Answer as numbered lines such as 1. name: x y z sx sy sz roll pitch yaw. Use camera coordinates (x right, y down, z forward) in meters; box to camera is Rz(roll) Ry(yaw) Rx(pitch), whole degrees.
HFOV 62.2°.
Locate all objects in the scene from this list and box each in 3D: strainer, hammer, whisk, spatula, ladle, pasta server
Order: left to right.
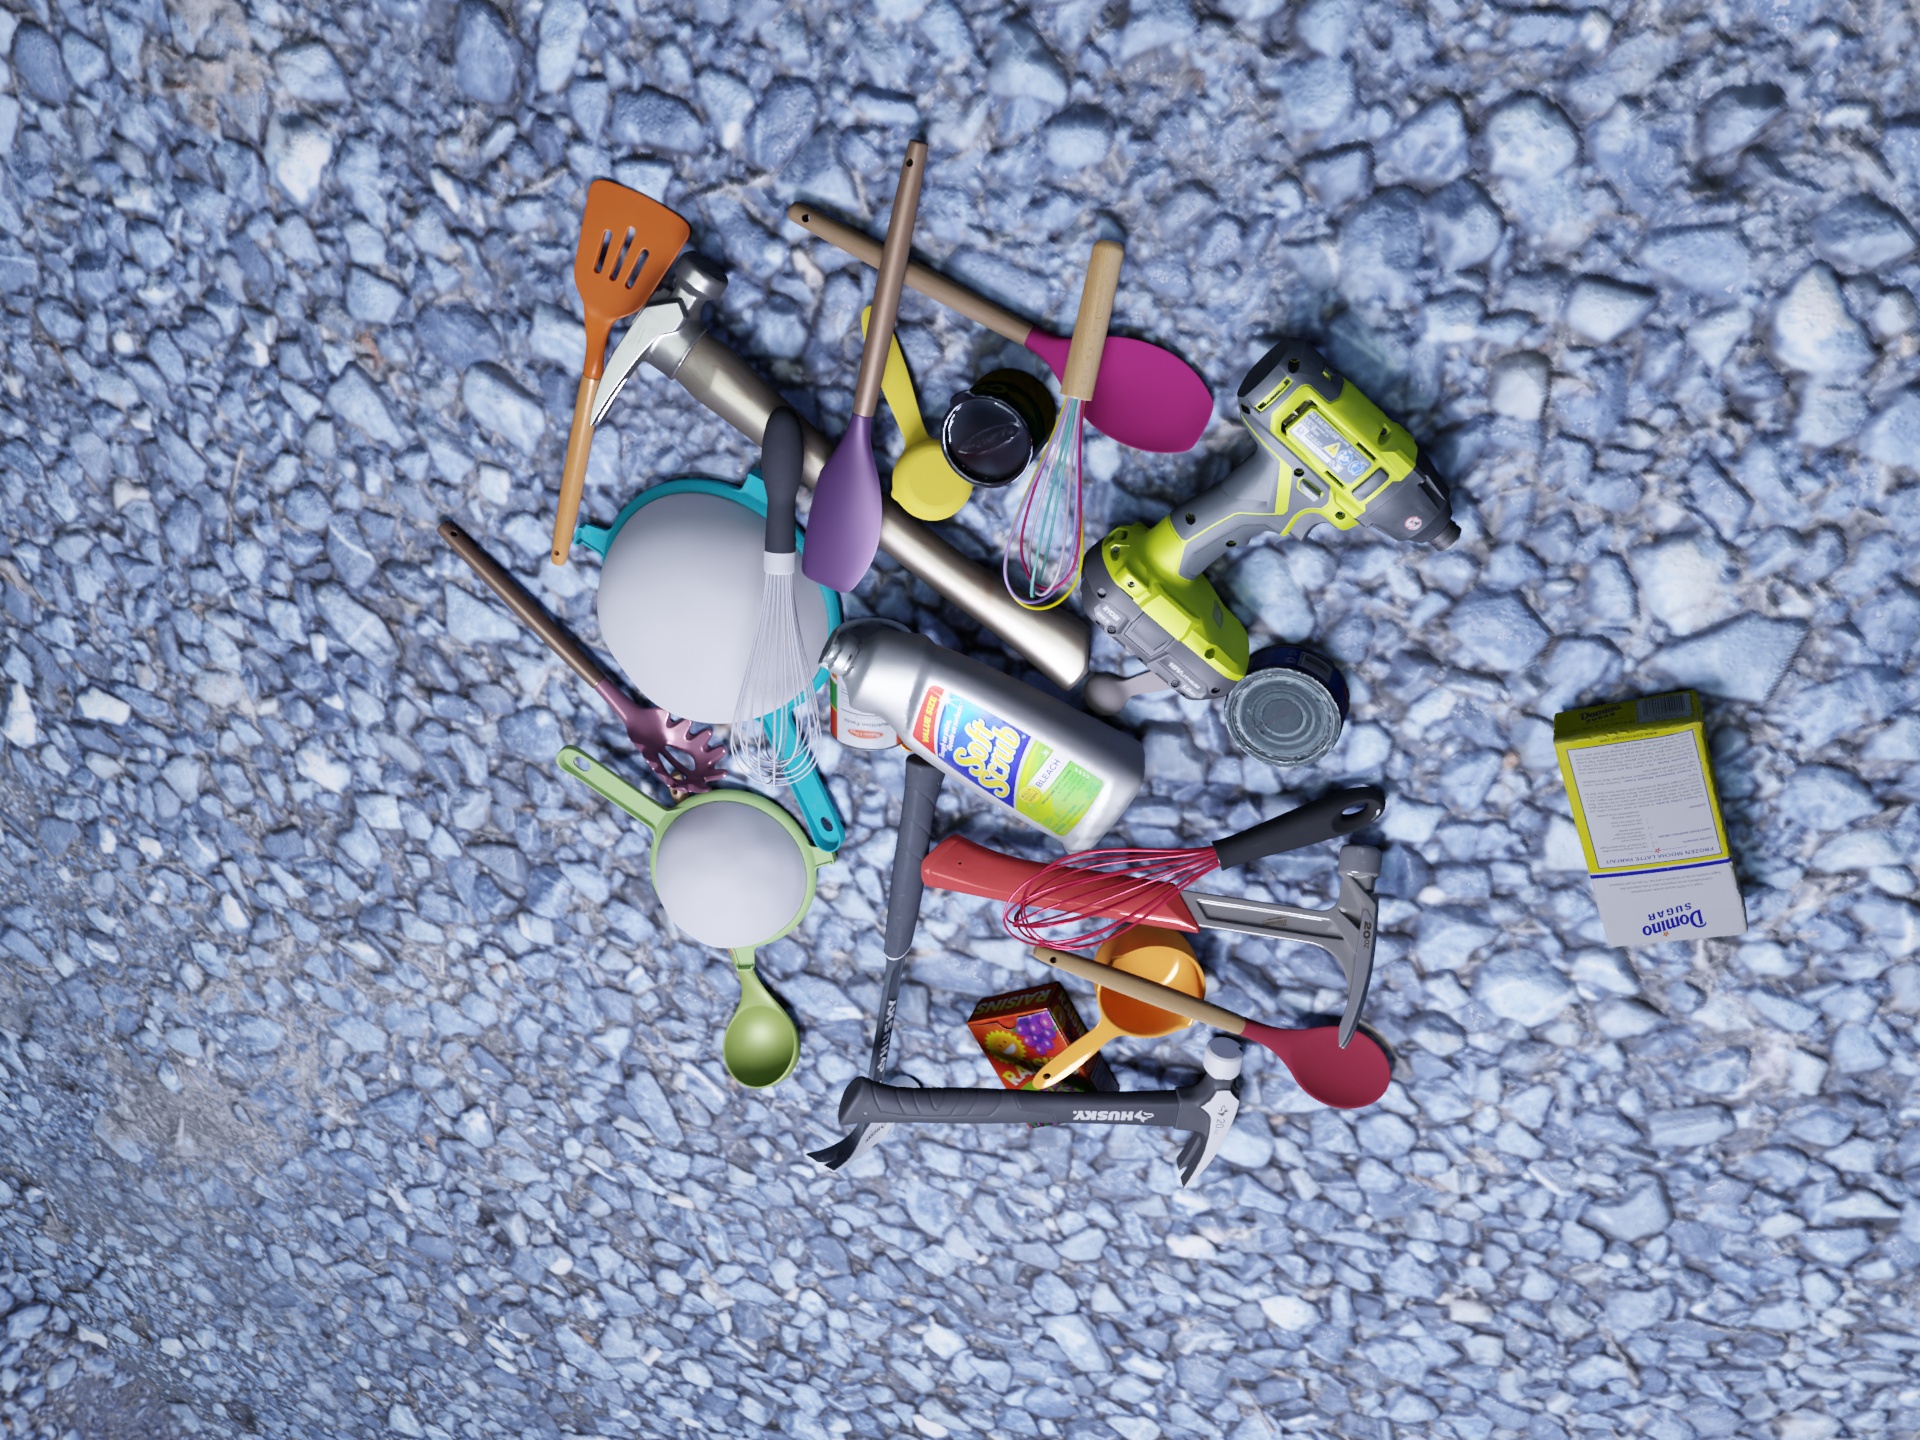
1. pasta server: -0.322 -0.054 1.340 0.316 0.060 0.040 46 149 -5
2. spatula: -0.279 -0.247 1.213 0.081 0.041 0.322 27 131 4
3. strainer: -0.245 0.109 1.362 0.256 0.069 0.151 36 110 -6
4. ladle: -0.215 0.194 1.440 0.078 0.062 0.320 -6 115 20
5. strainer: -0.182 -0.020 1.267 0.211 0.095 0.340 -12 114 28
6. whisk: -0.132 -0.084 1.153 0.070 0.070 0.284 9 108 17
7. hammer: -0.077 -0.153 1.161 0.410 0.038 0.146 39 111 -6
8. spatula: -0.060 -0.234 1.091 0.060 0.018 0.315 24 117 20
9. hammer: -0.059 0.208 1.351 0.036 0.149 0.408 22 120 24
10. hammer: 0.065 0.330 1.341 0.334 0.035 0.146 2 120 -6
11. whisk: 0.075 -0.192 1.053 0.047 0.051 0.245 18 106 21
12. hammer: 0.137 0.149 1.230 0.359 0.149 0.036 6 167 22
13. whisk: 0.171 0.106 1.177 0.296 0.073 0.073 -20 113 7
14. ladle: 0.199 0.234 1.258 0.315 0.031 0.069 22 104 -13

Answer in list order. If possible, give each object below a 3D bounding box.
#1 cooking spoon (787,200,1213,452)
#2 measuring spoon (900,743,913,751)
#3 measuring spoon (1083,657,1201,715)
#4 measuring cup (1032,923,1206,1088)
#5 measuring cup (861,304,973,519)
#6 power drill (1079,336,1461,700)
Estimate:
1. cooking spoon: 0.024 -0.272 1.072 0.319 0.017 0.068 29 115 4
2. measuring spoon: -0.002 -0.004 1.257 0.117 0.011 0.021 -27 108 29
3. measuring spoon: 0.146 -0.027 1.173 0.124 0.018 0.034 -16 113 29
4. measuring cup: 0.120 0.233 1.295 0.095 0.052 0.173 41 107 -20
5. measuring cup: -0.036 -0.215 1.108 0.062 0.029 0.156 -22 101 -4
6. power drill: 0.203 -0.121 1.056 0.171 0.080 0.223 39 124 -13
